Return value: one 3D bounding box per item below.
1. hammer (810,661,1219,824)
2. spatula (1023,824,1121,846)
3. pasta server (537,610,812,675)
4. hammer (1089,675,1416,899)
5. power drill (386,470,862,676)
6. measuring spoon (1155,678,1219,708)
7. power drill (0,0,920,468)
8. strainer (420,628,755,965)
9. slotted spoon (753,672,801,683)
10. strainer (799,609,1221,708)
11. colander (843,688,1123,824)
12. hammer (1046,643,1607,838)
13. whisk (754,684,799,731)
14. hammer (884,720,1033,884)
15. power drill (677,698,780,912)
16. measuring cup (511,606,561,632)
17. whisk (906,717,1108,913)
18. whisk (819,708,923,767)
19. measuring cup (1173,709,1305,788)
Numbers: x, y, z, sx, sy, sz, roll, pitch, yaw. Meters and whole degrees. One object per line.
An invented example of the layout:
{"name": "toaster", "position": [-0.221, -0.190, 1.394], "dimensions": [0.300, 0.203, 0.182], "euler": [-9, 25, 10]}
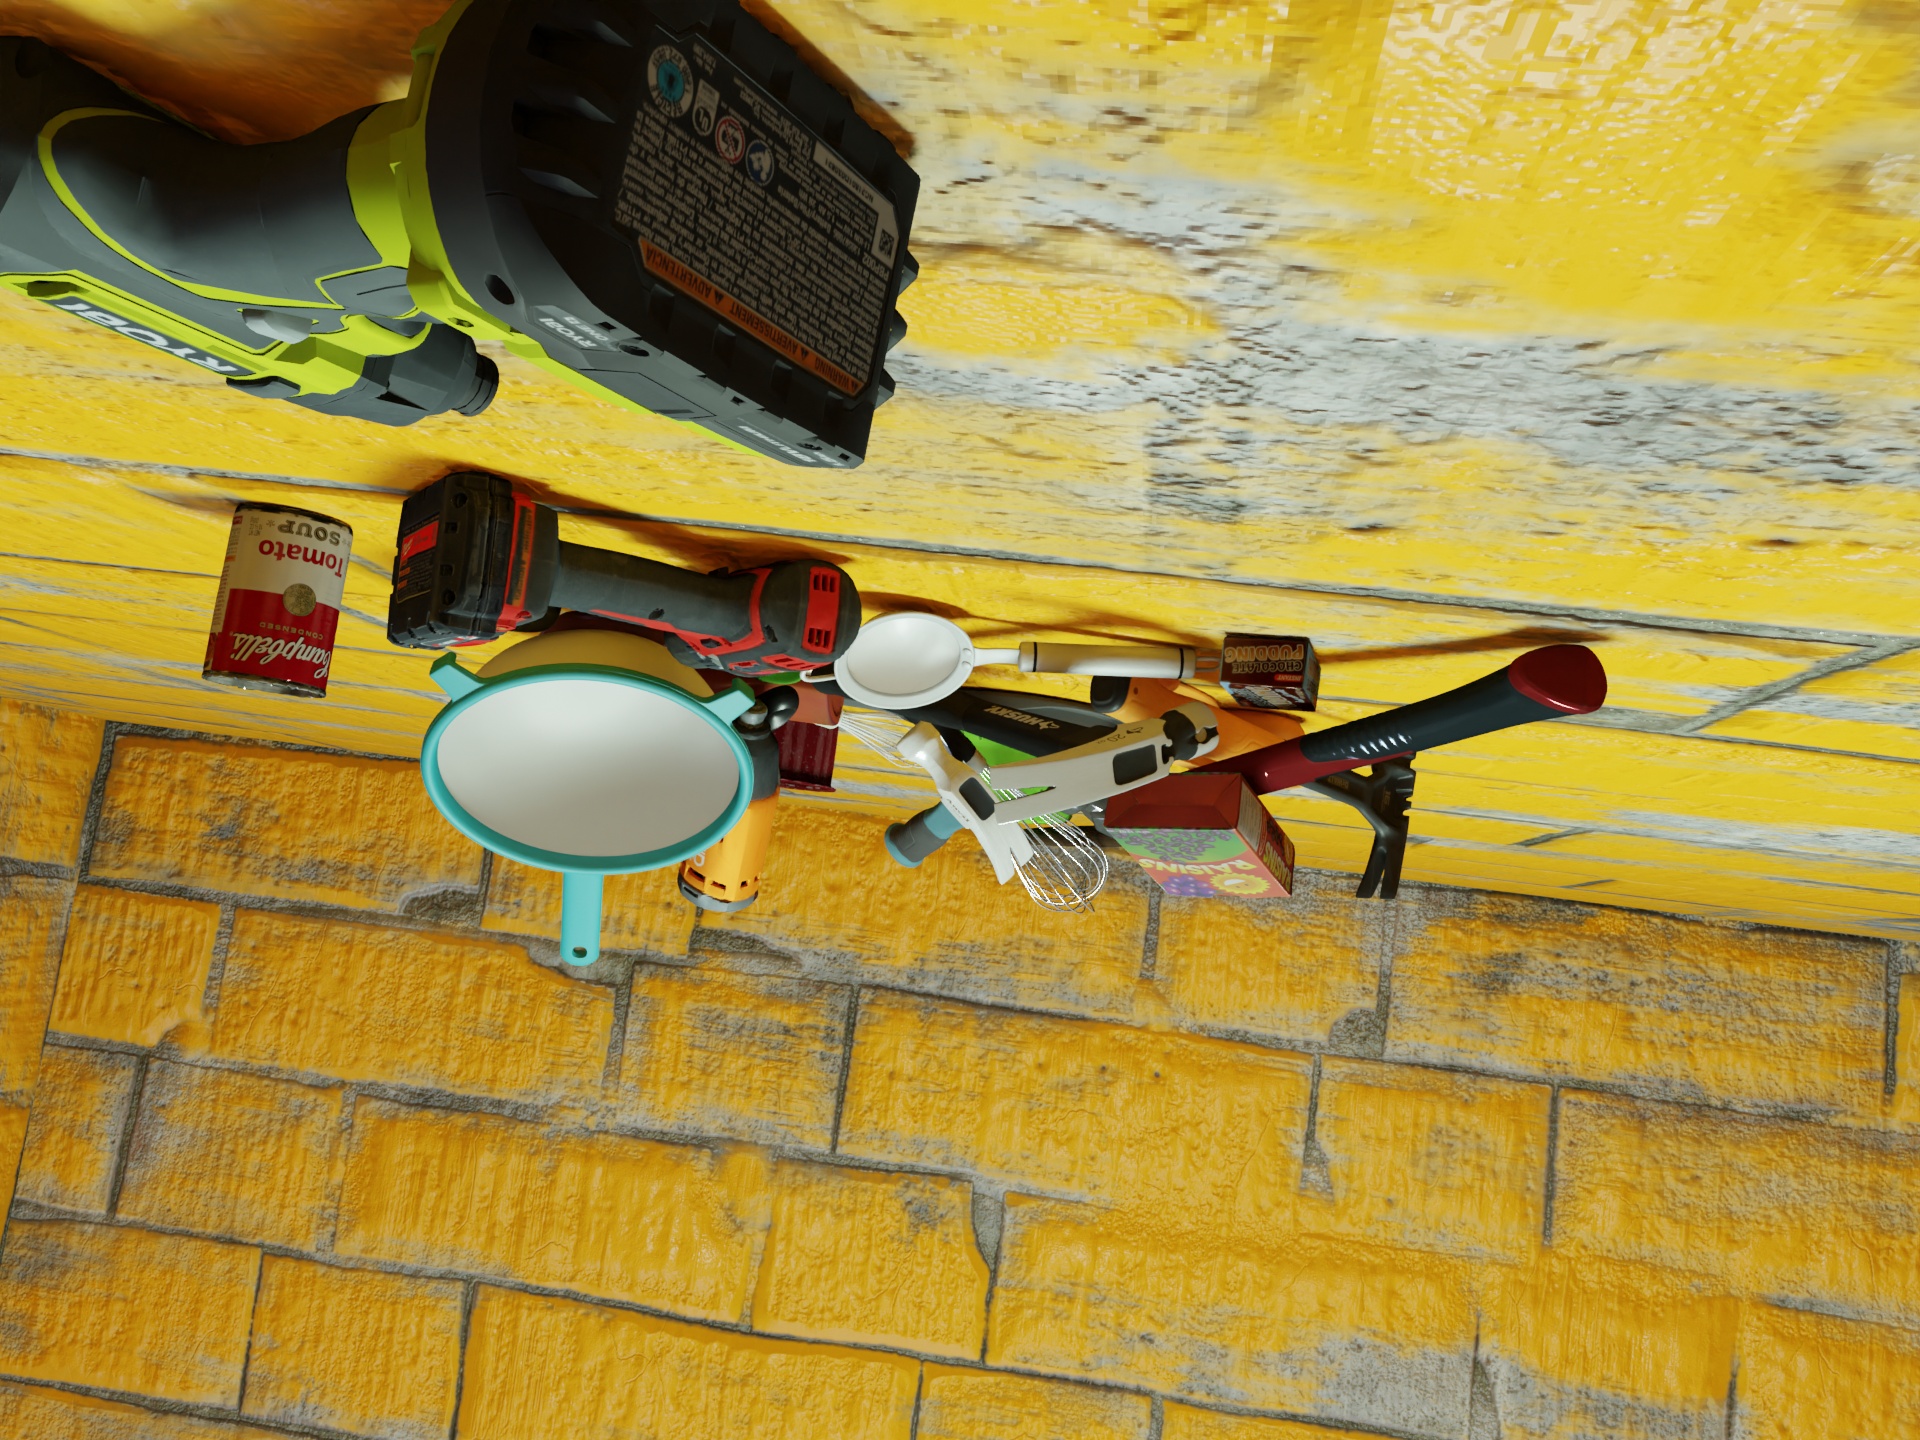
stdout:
{"name": "hammer", "position": [-0.002, -0.003, 1.026], "dimensions": [0.146, 0.035, 0.335], "euler": [-20, -158, -32]}
{"name": "spatula", "position": [0.135, 0.092, 1.256], "dimensions": [0.059, 0.018, 0.316], "euler": [31, 161, -26]}
{"name": "pasta server", "position": [-0.150, -0.041, 1.161], "dimensions": [0.316, 0.040, 0.060], "euler": [9, -167, -22]}
{"name": "hammer", "position": [0.212, 0.031, 1.112], "dimensions": [0.336, 0.127, 0.034], "euler": [21, 165, -39]}
{"name": "power drill", "position": [-0.189, -0.065, 0.870], "dimensions": [0.226, 0.080, 0.188], "euler": [8, 174, -32]}
{"name": "measuring spoon", "position": [0.162, -0.016, 1.136], "dimensions": [0.021, 0.011, 0.116], "euler": [4, 172, 27]}
{"name": "power drill", "position": [-0.129, -0.116, 0.405], "dimensions": [0.223, 0.080, 0.171], "euler": [8, 173, 32]}
{"name": "strainer", "position": [-0.256, 0.047, 1.104], "dimensions": [0.211, 0.095, 0.340], "euler": [5, 140, -12]}
{"name": "slotted spoon", "position": [-0.212, -0.074, 1.012], "dimensions": [0.070, 0.031, 0.313], "euler": [-5, 165, 36]}
{"name": "strainer", "position": [0.033, -0.040, 0.971], "dimensions": [0.258, 0.050, 0.086], "euler": [2, 140, -4]}
{"name": "colander", "position": [-0.035, 0.024, 1.324], "dimensions": [0.397, 0.094, 0.204], "euler": [9, 173, -13]}
{"name": "hammer", "position": [0.222, 0.028, 0.961], "dimensions": [0.143, 0.038, 0.386], "euler": [26, 153, -27]}
{"name": "whisk", "position": [-0.195, 0.028, 1.259], "dimensions": [0.073, 0.073, 0.296], "euler": [11, 156, -27]}
{"name": "hammer", "position": [-0.020, 0.082, 1.267], "dimensions": [0.128, 0.033, 0.331], "euler": [48, 165, 1]}
{"name": "power drill", "position": [-0.227, 0.021, 1.182], "dimensions": [0.227, 0.164, 0.084], "euler": [30, -150, 26]}
{"name": "measuring cup", "position": [-0.296, -0.072, 1.049], "dimensions": [0.083, 0.038, 0.167], "euler": [8, 171, -6]}
{"name": "whisk", "position": [0.025, 0.053, 1.230], "dimensions": [0.070, 0.070, 0.284], "euler": [-1, 136, 50]}
{"name": "whisk", "position": [-0.107, -0.003, 1.420], "dimensions": [0.059, 0.058, 0.246], "euler": [-39, 143, 29]}
{"name": "measuring cup", "position": [0.187, 0.013, 1.188], "dimensions": [0.173, 0.052, 0.095], "euler": [15, 170, -36]}
